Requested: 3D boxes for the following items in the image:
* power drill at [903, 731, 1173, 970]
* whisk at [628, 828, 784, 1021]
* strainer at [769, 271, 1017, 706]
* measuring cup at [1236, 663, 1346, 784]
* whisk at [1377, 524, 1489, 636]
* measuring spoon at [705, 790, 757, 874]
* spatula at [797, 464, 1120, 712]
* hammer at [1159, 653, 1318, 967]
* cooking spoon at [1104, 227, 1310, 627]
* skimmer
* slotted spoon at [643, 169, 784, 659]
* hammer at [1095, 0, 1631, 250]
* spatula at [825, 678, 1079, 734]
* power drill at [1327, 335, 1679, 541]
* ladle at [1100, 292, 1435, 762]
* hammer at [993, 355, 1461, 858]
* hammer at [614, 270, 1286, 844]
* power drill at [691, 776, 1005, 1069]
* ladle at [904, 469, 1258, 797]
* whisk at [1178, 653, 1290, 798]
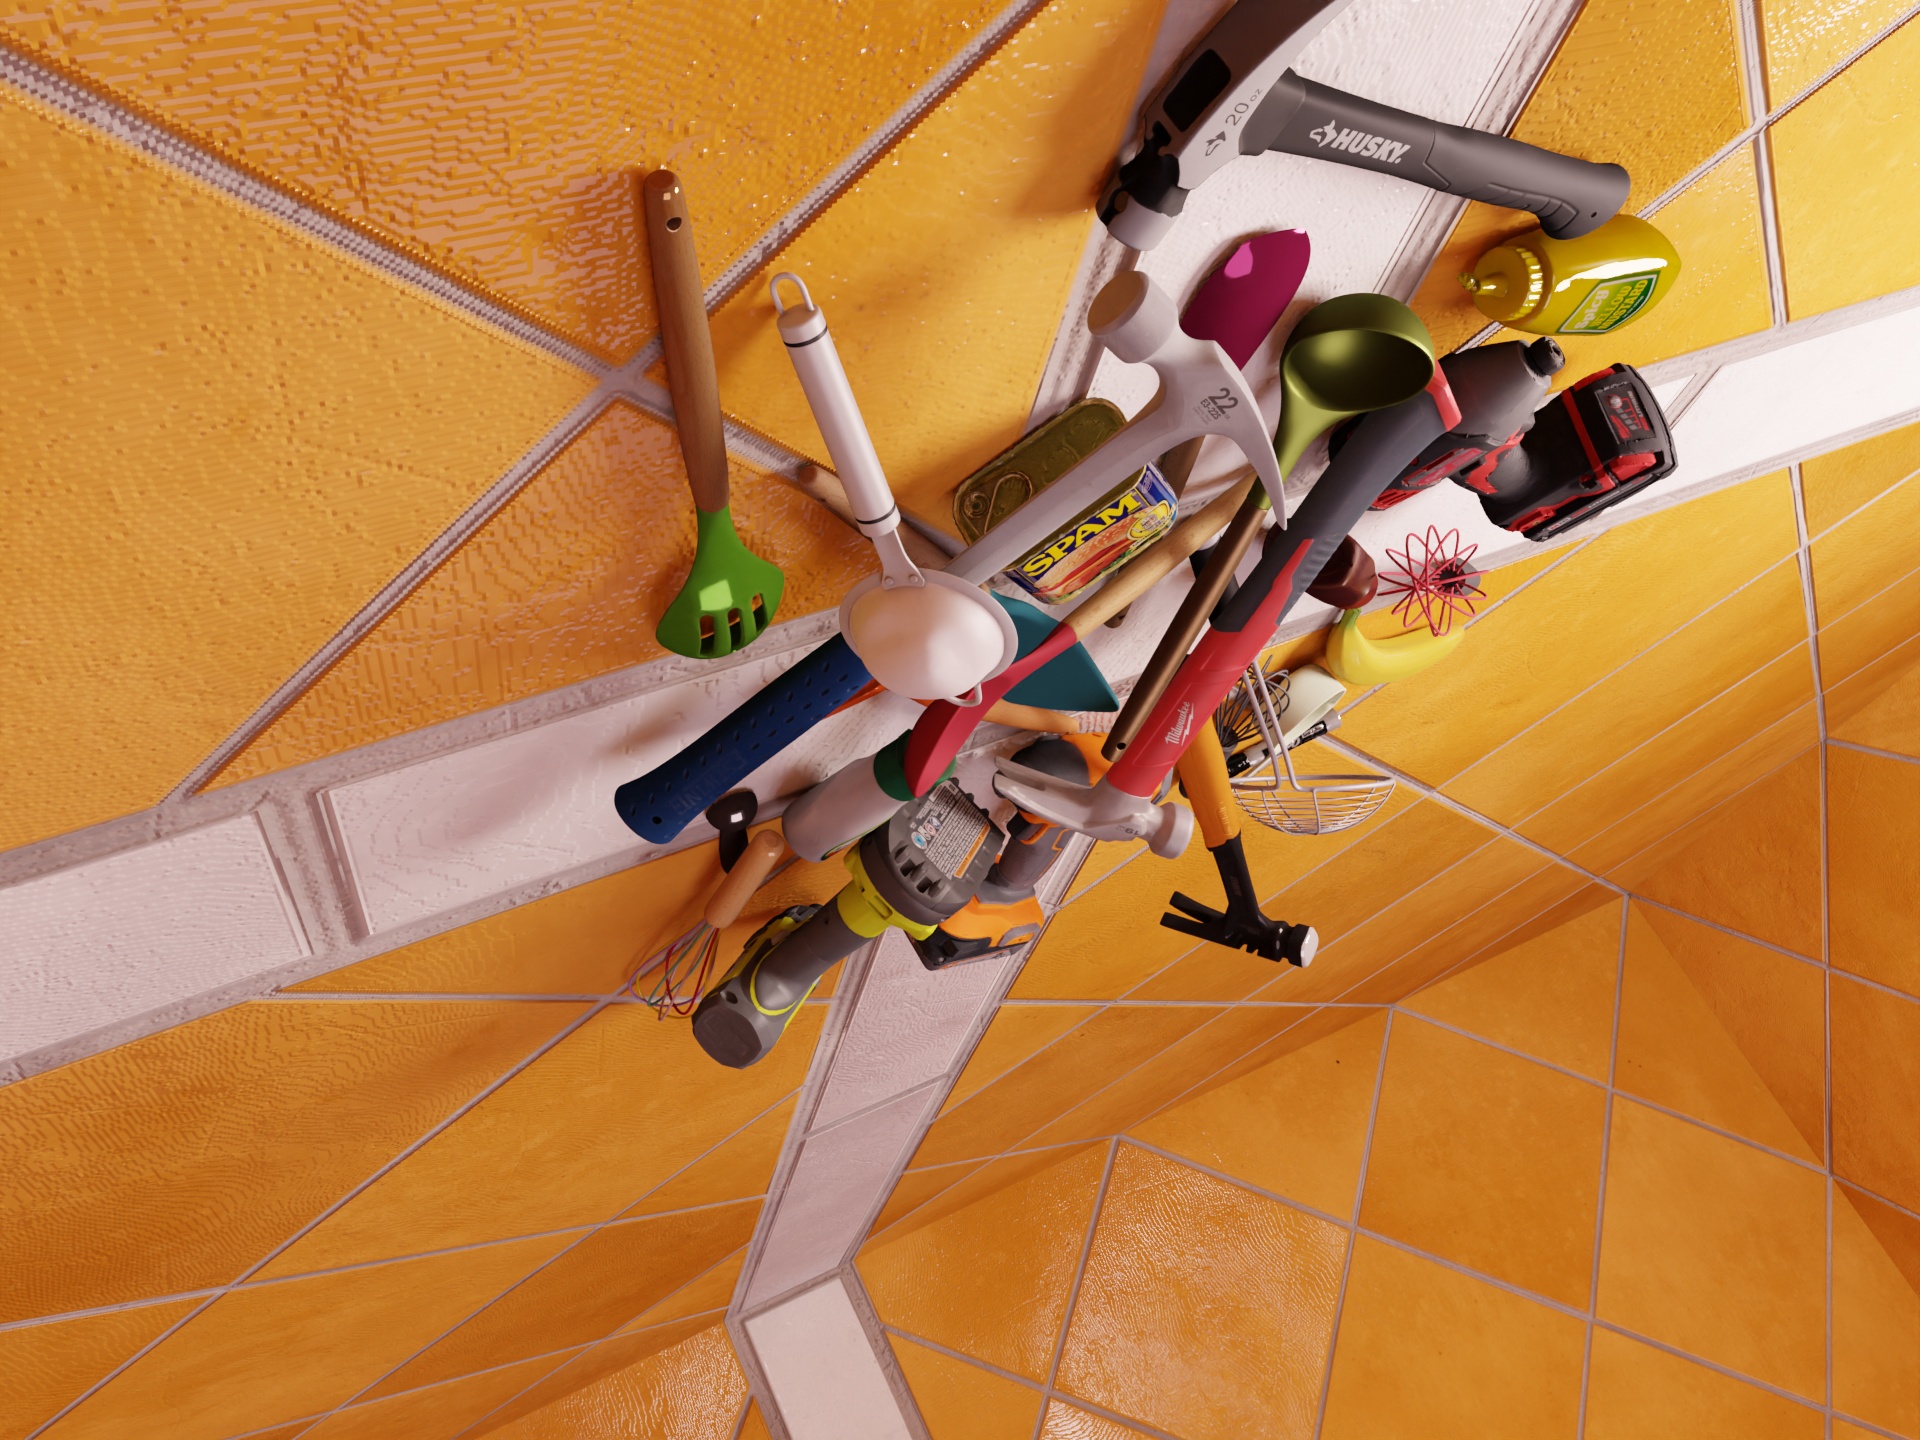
[{"bbox_3d":[0.041,0.094,1.205,0.164,0.084,0.226,-2,141,-46],"label":"power drill"},{"bbox_3d":[-0.171,0.146,1.102,0.051,0.047,0.245,-19,157,-41],"label":"whisk"},{"bbox_3d":[-0.036,-0.083,0.705,0.087,0.050,0.258,-4,133,20],"label":"strainer"},{"bbox_3d":[0.250,0.012,1.312,0.083,0.038,0.167,-27,163,-42],"label":"measuring cup"},{"bbox_3d":[0.341,-0.100,1.116,0.073,0.073,0.296,-38,171,21],"label":"whisk"},{"bbox_3d":[-0.146,0.081,1.041,0.034,0.018,0.124,-22,156,-16],"label":"measuring spoon"},{"bbox_3d":[-0.002,-0.066,0.869,0.082,0.044,0.317,6,169,29],"label":"spatula"},{"bbox_3d":[0.182,0.070,1.169,0.034,0.127,0.336,-58,146,-29],"label":"hammer"},{"bbox_3d":[0.123,-0.146,0.882,0.068,0.017,0.318,-19,154,-21],"label":"cooking spoon"},{"bbox_3d":[0.215,-0.030,1.106,0.127,0.090,0.362,-1,142,26],"label":"skimmer"},{"bbox_3d":[-0.111,-0.110,0.684,0.070,0.031,0.313,-26,155,-16],"label":"slotted spoon"},{"bbox_3d":[0.218,-0.265,0.728,0.334,0.035,0.146,-7,149,-41],"label":"hammer"},{"bbox_3d":[-0.002,-0.003,1.004,0.081,0.041,0.322,-24,163,27],"label":"spatula"},{"bbox_3d":[0.340,-0.176,0.974,0.219,0.079,0.143,0,157,-43],"label":"power drill"},{"bbox_3d":[0.157,-0.094,0.891,0.078,0.062,0.320,17,121,-18],"label":"ladle"},{"bbox_3d":[0.161,-0.065,0.968,0.143,0.038,0.386,20,128,-15],"label":"hammer"},{"bbox_3d":[-0.023,-0.048,0.792,0.405,0.035,0.144,-35,128,27],"label":"hammer"},{"bbox_3d":[-0.078,0.132,1.109,0.223,0.080,0.171,-41,-174,28],"label":"power drill"},{"bbox_3d":[0.079,-0.064,0.892,0.315,0.031,0.069,-39,164,-23],"label":"ladle"},{"bbox_3d":[0.212,0.012,1.278,0.055,0.055,0.238,-22,161,-16],"label":"whisk"}]
